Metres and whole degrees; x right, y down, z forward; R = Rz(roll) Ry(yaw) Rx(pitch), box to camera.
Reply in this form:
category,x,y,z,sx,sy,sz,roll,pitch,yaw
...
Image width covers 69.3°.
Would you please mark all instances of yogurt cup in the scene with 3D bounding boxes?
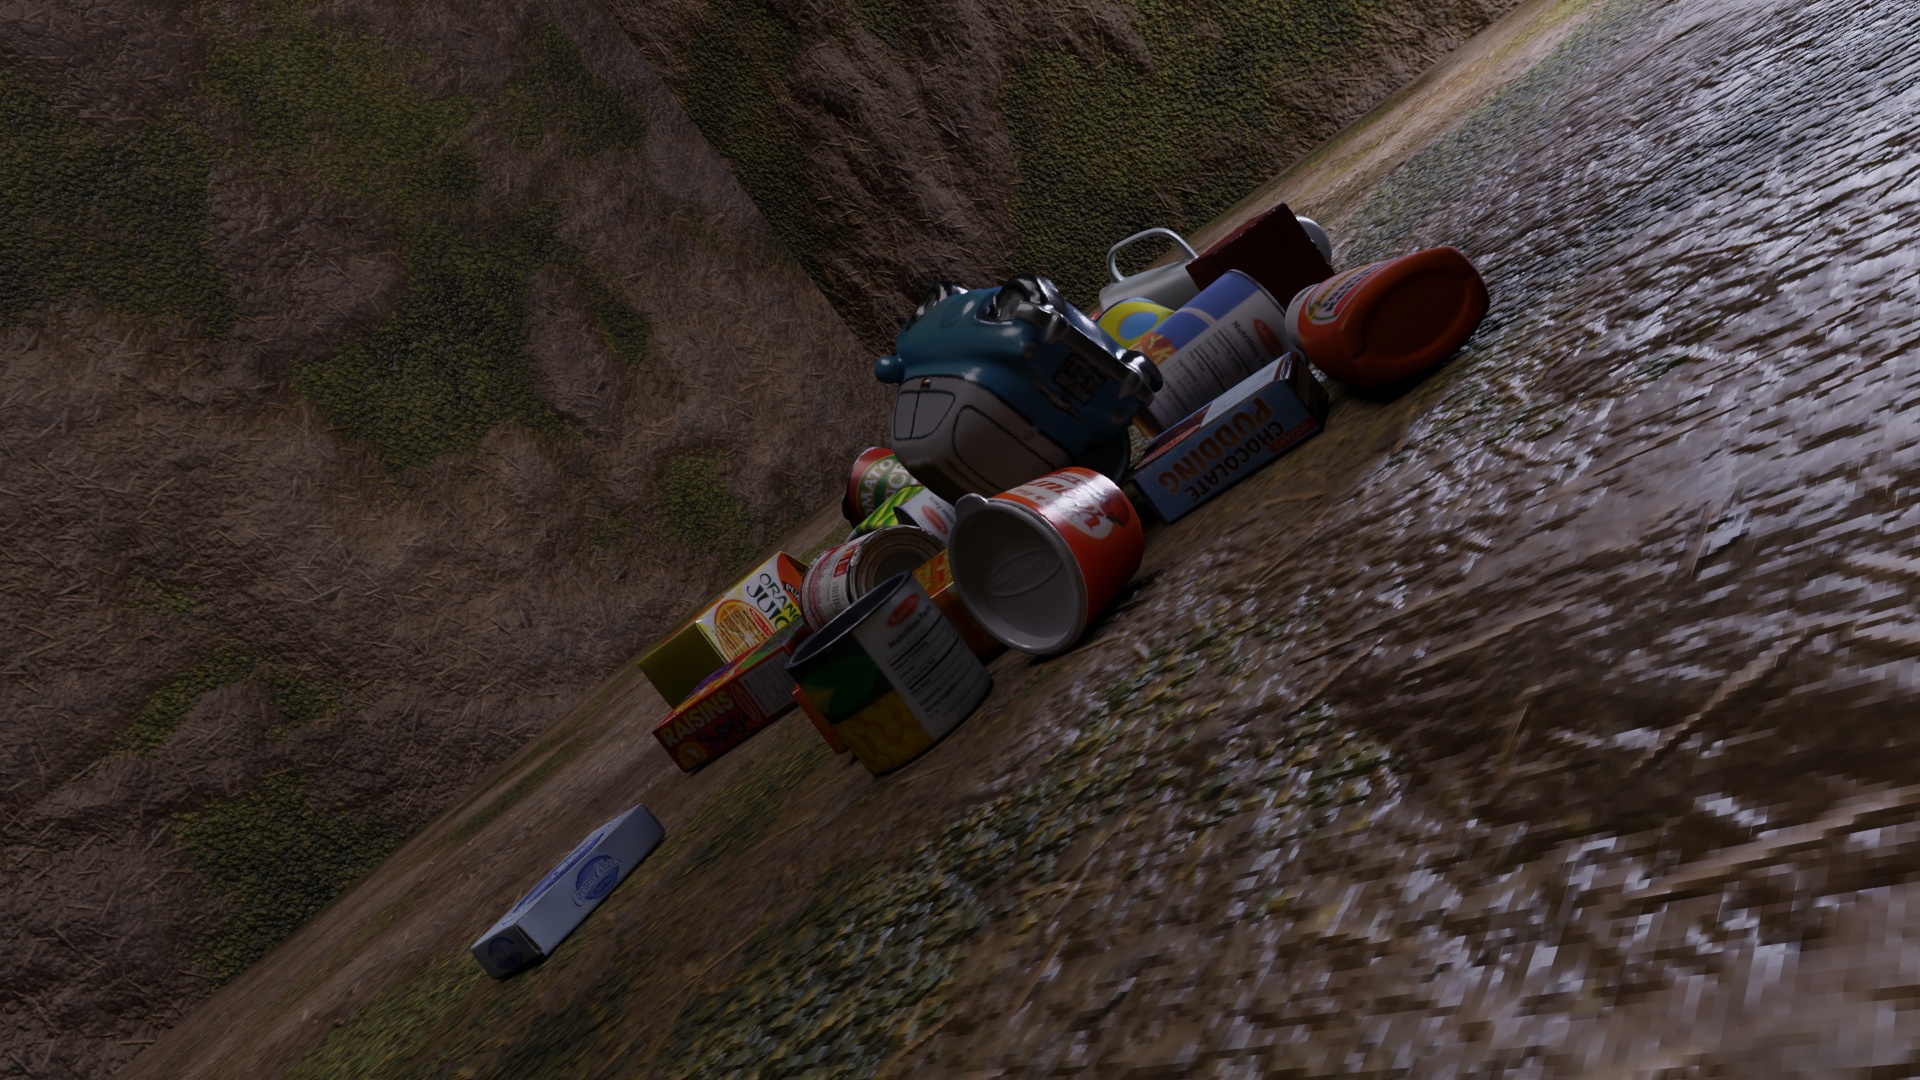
category,x,y,z,sx,sy,sz,roll,pitch,yaw
yogurt cup,0.037,0.005,0.559,0.054,0.072,0.072,-32,2,-40

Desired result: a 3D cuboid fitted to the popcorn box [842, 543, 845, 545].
category,x,y,z,sx,sy,sz,roll,pitch,yaw
popcorn box,-0.057,-0.007,1.219,0.127,0.038,0.085,-42,9,-38

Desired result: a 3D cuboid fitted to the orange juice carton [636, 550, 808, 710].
category,x,y,z,sx,sy,sz,roll,pitch,yaw
orange juice carton,-0.171,0.071,1.126,0.071,0.073,0.193,-34,7,27

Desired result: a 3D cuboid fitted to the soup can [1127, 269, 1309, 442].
category,x,y,z,sx,sy,sz,roll,pitch,yaw
soup can,0.126,-0.089,0.722,0.084,0.071,0.071,-38,7,-2

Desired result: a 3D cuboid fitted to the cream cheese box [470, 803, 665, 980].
category,x,y,z,sx,sy,sz,roll,pitch,yaw
cream cheese box,-0.208,0.187,0.742,0.053,0.024,0.104,-34,7,37

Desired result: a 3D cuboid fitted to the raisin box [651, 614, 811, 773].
category,x,y,z,sx,sy,sz,roll,pitch,yaw
raisin box,-0.134,0.095,0.920,0.123,0.040,0.086,-33,9,23

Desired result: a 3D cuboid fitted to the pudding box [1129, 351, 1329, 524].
category,x,y,z,sx,sy,sz,roll,pitch,yaw
pudding box,0.120,-0.046,0.620,0.083,0.030,0.050,-34,9,27

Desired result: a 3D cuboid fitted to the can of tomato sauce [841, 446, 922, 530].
category,x,y,z,sx,sy,sz,roll,pitch,yaw
can of tomato sauce,-0.028,-0.029,0.965,0.083,0.071,0.071,7,33,31

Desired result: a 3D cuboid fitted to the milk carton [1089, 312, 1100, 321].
category,x,y,z,sx,sy,sz,roll,pitch,yaw
milk carton,0.095,-0.123,1.083,0.072,0.073,0.191,-35,7,17

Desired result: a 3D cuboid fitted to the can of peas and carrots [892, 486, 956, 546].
category,x,y,z,sx,sy,sz,roll,pitch,yaw
can of peas and carrots,0.003,-0.010,0.828,0.059,0.071,0.071,-38,7,-11

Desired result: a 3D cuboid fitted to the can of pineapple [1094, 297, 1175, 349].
category,x,y,z,sx,sy,sz,roll,pitch,yaw
can of pineapple,0.112,-0.100,0.793,0.071,0.070,0.058,-38,39,-11

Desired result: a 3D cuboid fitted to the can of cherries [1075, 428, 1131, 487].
category,x,y,z,sx,sy,sz,roll,pitch,yaw
can of cherries,0.058,-0.052,0.808,0.071,0.071,0.058,-37,6,-2

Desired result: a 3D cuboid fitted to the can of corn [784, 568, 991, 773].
category,x,y,z,sx,sy,sz,roll,pitch,yaw
can of corn,-0.031,0.055,0.580,0.071,0.058,0.071,-37,7,5

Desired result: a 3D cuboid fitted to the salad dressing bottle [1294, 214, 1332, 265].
category,x,y,z,sx,sy,sz,roll,pitch,yaw
salad dressing bottle,0.179,-0.145,0.873,0.148,0.064,0.044,-49,17,-26

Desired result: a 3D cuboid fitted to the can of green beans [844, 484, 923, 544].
category,x,y,z,sx,sy,sz,roll,pitch,yaw
can of green beans,-0.034,0.005,0.905,0.071,0.071,0.058,-32,9,40

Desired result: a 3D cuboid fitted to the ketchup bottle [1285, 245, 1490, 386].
category,x,y,z,sx,sy,sz,roll,pitch,yaw
ketchup bottle,0.178,-0.097,0.613,0.064,0.043,0.149,-36,6,5

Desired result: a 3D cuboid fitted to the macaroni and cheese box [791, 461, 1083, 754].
category,x,y,z,sx,sy,sz,roll,pitch,yaw
macaroni and cheese box,0.002,0.028,0.672,0.166,0.040,0.124,-36,6,4
